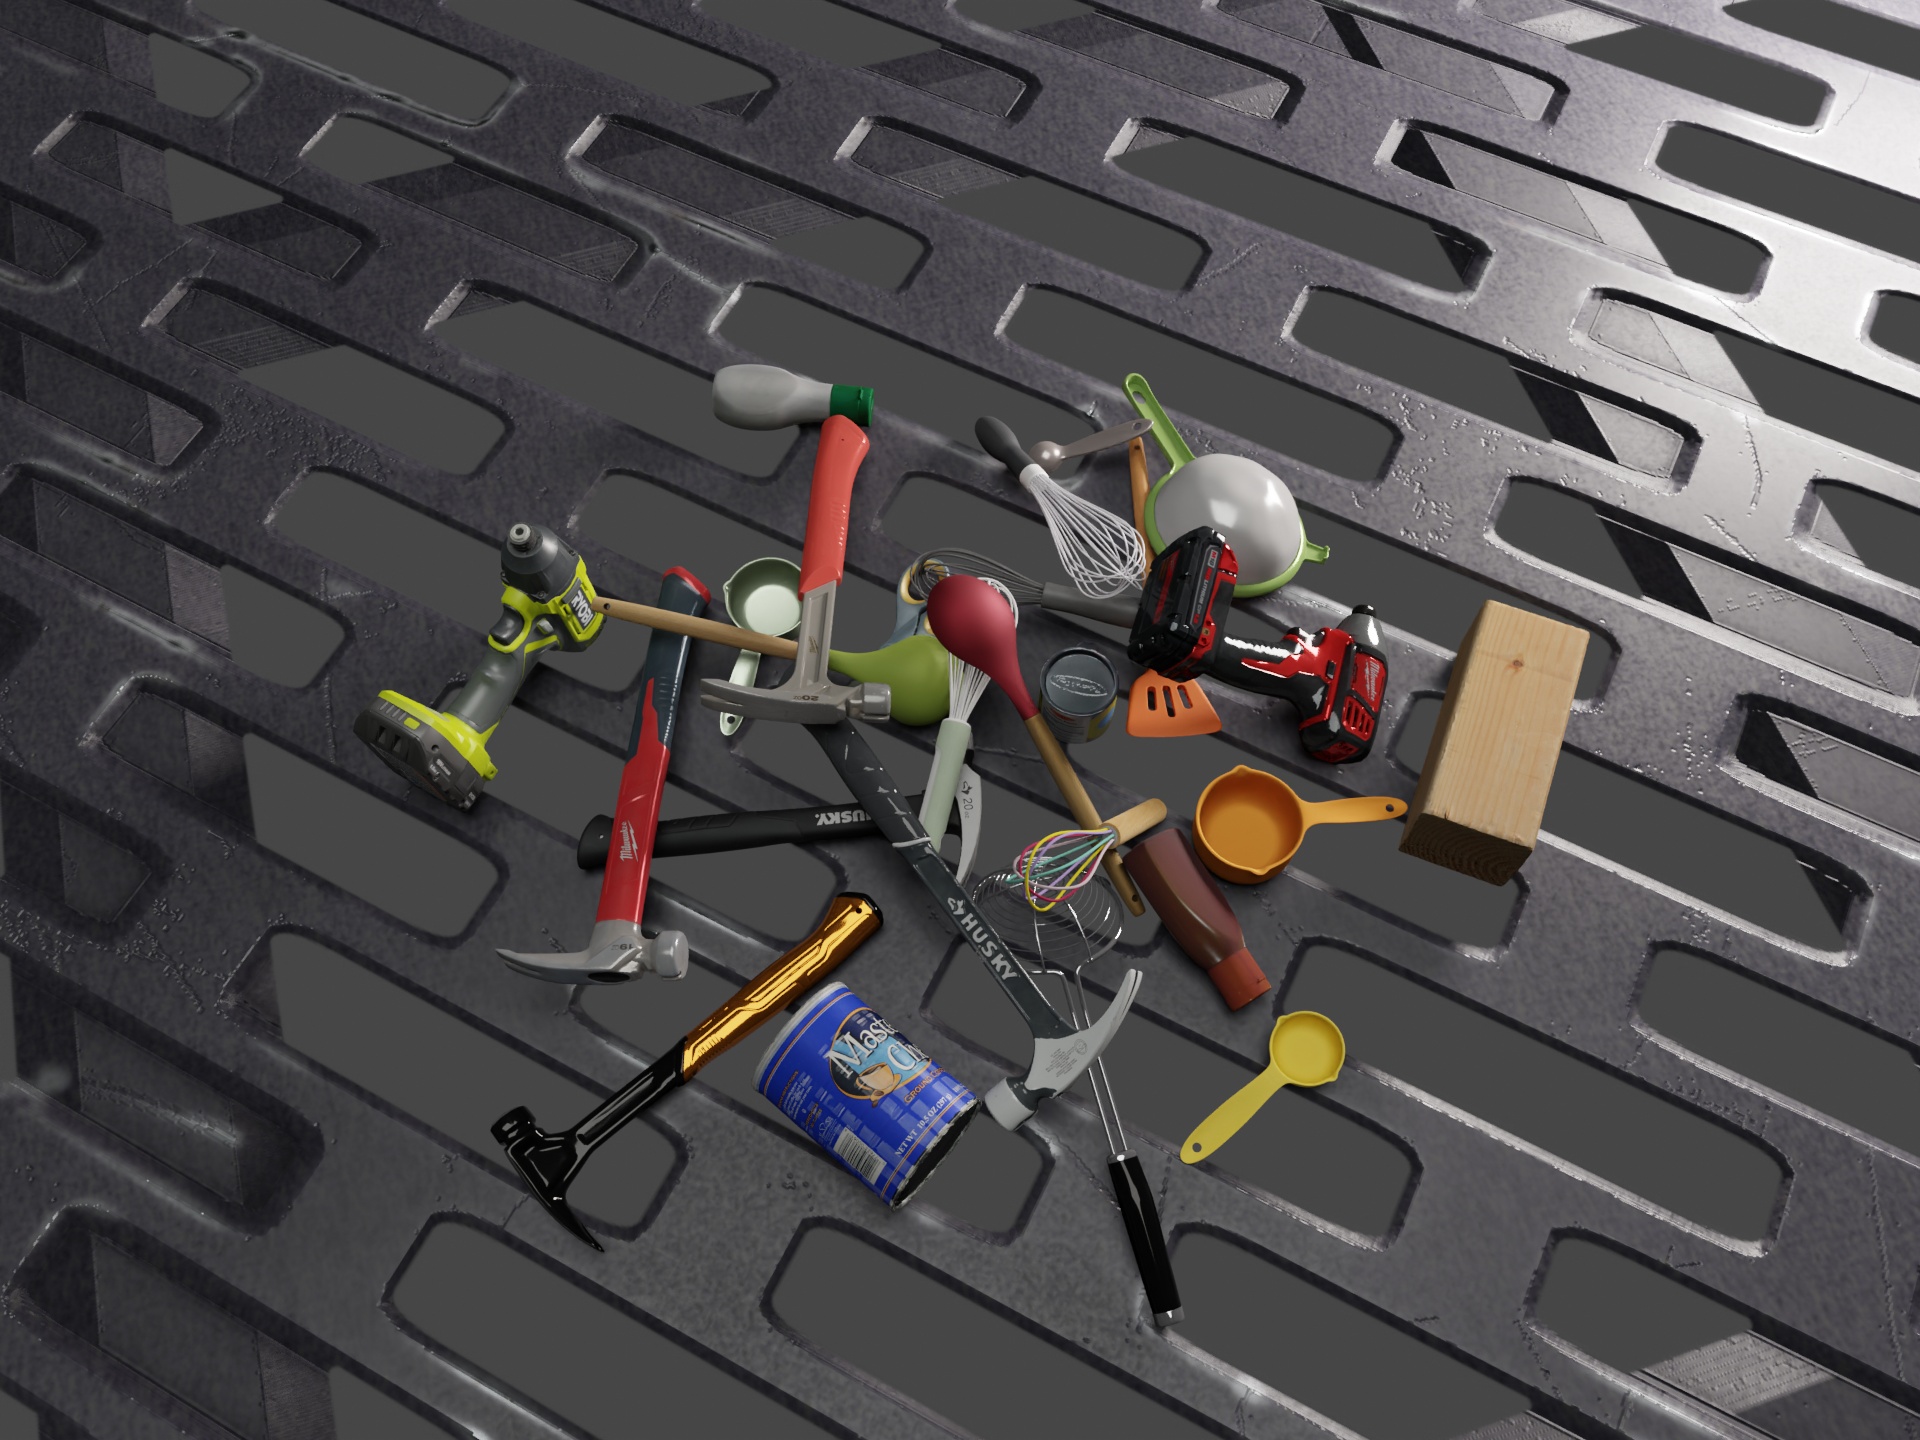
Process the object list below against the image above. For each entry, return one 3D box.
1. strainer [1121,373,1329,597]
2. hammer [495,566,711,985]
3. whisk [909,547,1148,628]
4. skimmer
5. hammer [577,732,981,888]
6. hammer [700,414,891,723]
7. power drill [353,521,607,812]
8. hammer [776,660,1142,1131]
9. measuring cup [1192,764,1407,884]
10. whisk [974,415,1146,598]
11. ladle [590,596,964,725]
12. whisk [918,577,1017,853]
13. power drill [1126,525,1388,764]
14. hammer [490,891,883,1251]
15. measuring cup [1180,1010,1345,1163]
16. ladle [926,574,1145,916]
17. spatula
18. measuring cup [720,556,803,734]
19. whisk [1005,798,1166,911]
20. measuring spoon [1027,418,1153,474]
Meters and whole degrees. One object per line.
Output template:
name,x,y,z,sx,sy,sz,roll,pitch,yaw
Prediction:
strainer,0.219,-0.230,1.426,0.151,0.069,0.257,-19,66,-22
hammer,-0.273,0.034,1.307,0.143,0.038,0.387,-1,56,5
whisk,0.073,-0.106,1.368,0.239,0.055,0.055,11,65,7
skimmer,0.101,0.275,1.223,0.127,0.090,0.363,-13,75,-11
hammer,-0.146,0.093,1.308,0.334,0.035,0.146,-6,64,-2
hammer,-0.127,-0.139,1.359,0.149,0.036,0.359,5,48,-5
power drill,-0.387,-0.050,1.306,0.080,0.171,0.223,27,71,13
hammer,-0.023,0.106,1.231,0.149,0.036,0.409,-41,67,7
measuring cup,0.274,0.086,1.300,0.173,0.052,0.095,-5,65,-4
whisk,0.079,-0.197,1.398,0.070,0.070,0.285,-25,46,-11
ladle,-0.154,-0.062,1.348,0.320,0.062,0.078,13,91,0
whisk,-0.002,-0.004,1.301,0.059,0.058,0.246,17,73,-9
power drill,0.260,-0.067,1.329,0.219,0.078,0.143,25,66,-15
hammer,-0.191,0.254,1.232,0.337,0.034,0.127,-38,69,-16
measuring cup,0.229,0.287,1.224,0.156,0.029,0.062,-40,70,-4
ladle,0.068,0.020,1.282,0.069,0.031,0.315,-30,93,-21
spatula,0.171,-0.122,1.405,0.081,0.041,0.323,-3,64,0
measuring cup,-0.177,-0.060,1.383,0.083,0.038,0.168,13,72,5
whisk,0.103,0.097,1.224,0.051,0.245,0.047,-30,84,30
measuring spoon,0.116,-0.256,1.454,0.124,0.018,0.034,-15,60,22
